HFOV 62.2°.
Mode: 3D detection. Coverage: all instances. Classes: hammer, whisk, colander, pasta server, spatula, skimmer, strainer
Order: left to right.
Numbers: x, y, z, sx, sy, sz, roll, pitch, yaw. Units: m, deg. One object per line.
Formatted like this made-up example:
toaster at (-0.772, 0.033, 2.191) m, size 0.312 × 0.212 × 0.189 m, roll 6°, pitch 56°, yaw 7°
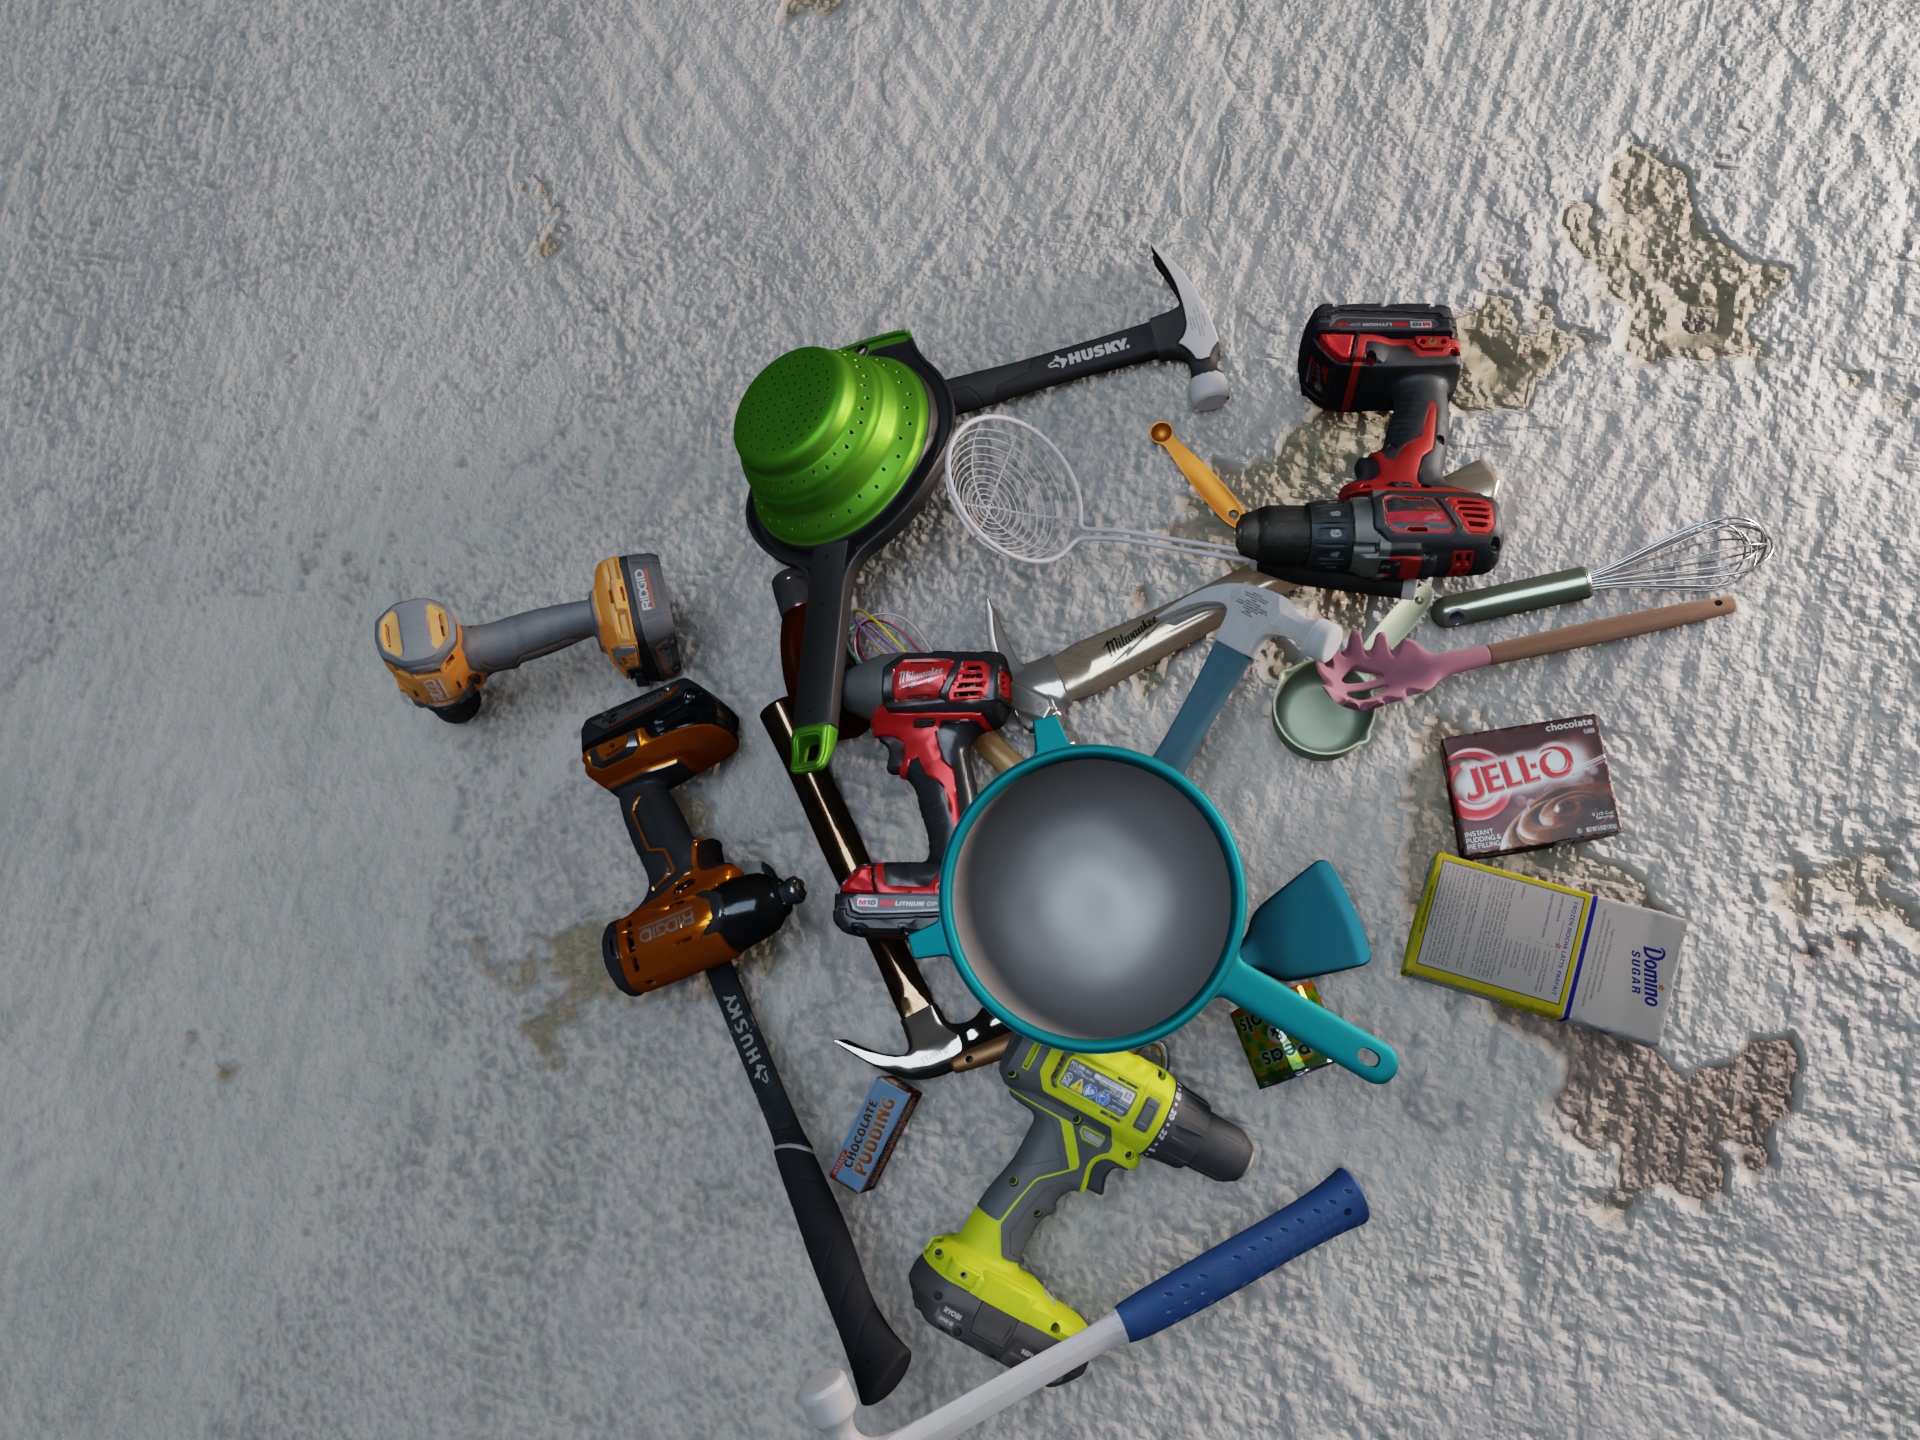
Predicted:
hammer at (-0.136, 0.304, 1.183) m, size 0.149 × 0.036 × 0.409 m, roll -32°, pitch 59°, yaw 6°
colander at (-0.118, -0.155, 1.238) m, size 0.204 × 0.094 × 0.397 m, roll -11°, pitch 62°, yaw 30°
hammer at (-0.083, 0.129, 1.261) m, size 0.130 × 0.031 × 0.331 m, roll -28°, pitch 72°, yaw 4°
whisk at (-0.002, -0.004, 1.266) m, size 0.245 × 0.047 × 0.051 m, roll 44°, pitch 45°, yaw 14°
hammer at (0.047, -0.292, 1.336) m, size 0.335 × 0.035 × 0.146 m, roll -14°, pitch 74°, yaw 9°
hammer at (0.101, 0.420, 1.078) m, size 0.405 × 0.035 × 0.144 m, roll -24°, pitch 95°, yaw -14°
spatula at (0.140, 0.198, 1.177) m, size 0.317 × 0.044 × 0.082 m, roll -21°, pitch 73°, yaw 0°
hammer at (0.149, 0.048, 1.189) m, size 0.128 × 0.033 × 0.331 m, roll 33°, pitch 99°, yaw 31°
strainer at (0.146, 0.159, 1.121) m, size 0.340 × 0.095 × 0.211 m, roll 30°, pitch 82°, yaw 4°
skimmer at (0.166, -0.153, 1.209) m, size 0.363 × 0.090 × 0.127 m, roll 12°, pitch 55°, yaw 15°
hammer at (0.221, -0.111, 1.251) m, size 0.410 × 0.038 × 0.146 m, roll -25°, pitch 71°, yaw 5°
pasta server at (0.417, -0.057, 1.172) m, size 0.316 × 0.040 × 0.060 m, roll -12°, pitch 64°, yaw 0°
whisk at (0.478, -0.106, 1.192) m, size 0.246 × 0.057 × 0.059 m, roll -12°, pitch 40°, yaw 12°

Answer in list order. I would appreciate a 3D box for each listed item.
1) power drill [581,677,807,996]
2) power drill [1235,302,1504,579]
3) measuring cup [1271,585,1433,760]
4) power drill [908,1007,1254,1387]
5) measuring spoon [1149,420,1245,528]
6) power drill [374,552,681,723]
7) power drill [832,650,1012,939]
power drill at (-0.210, 0.086, 1.251) m, size 0.164 × 0.084 × 0.227 m, roll -22°, pitch 62°, yaw 13°
power drill at (0.298, -0.204, 1.194) m, size 0.188 × 0.080 × 0.227 m, roll 0°, pitch 60°, yaw 3°
measuring cup at (0.304, -0.038, 1.217) m, size 0.083 × 0.038 × 0.167 m, roll 41°, pitch 78°, yaw 15°
power drill at (0.084, 0.344, 1.133) m, size 0.190 × 0.080 × 0.228 m, roll 29°, pitch 85°, yaw -2°
measuring spoon at (0.194, -0.198, 1.294) m, size 0.021 × 0.011 × 0.117 m, roll -38°, pitch 75°, yaw 1°
power drill at (-0.350, -0.057, 1.314) m, size 0.226 × 0.185 × 0.084 m, roll -12°, pitch 73°, yaw -11°
power drill at (-0.036, 0.054, 1.207) m, size 0.143 × 0.078 × 0.220 m, roll 0°, pitch 78°, yaw 12°
